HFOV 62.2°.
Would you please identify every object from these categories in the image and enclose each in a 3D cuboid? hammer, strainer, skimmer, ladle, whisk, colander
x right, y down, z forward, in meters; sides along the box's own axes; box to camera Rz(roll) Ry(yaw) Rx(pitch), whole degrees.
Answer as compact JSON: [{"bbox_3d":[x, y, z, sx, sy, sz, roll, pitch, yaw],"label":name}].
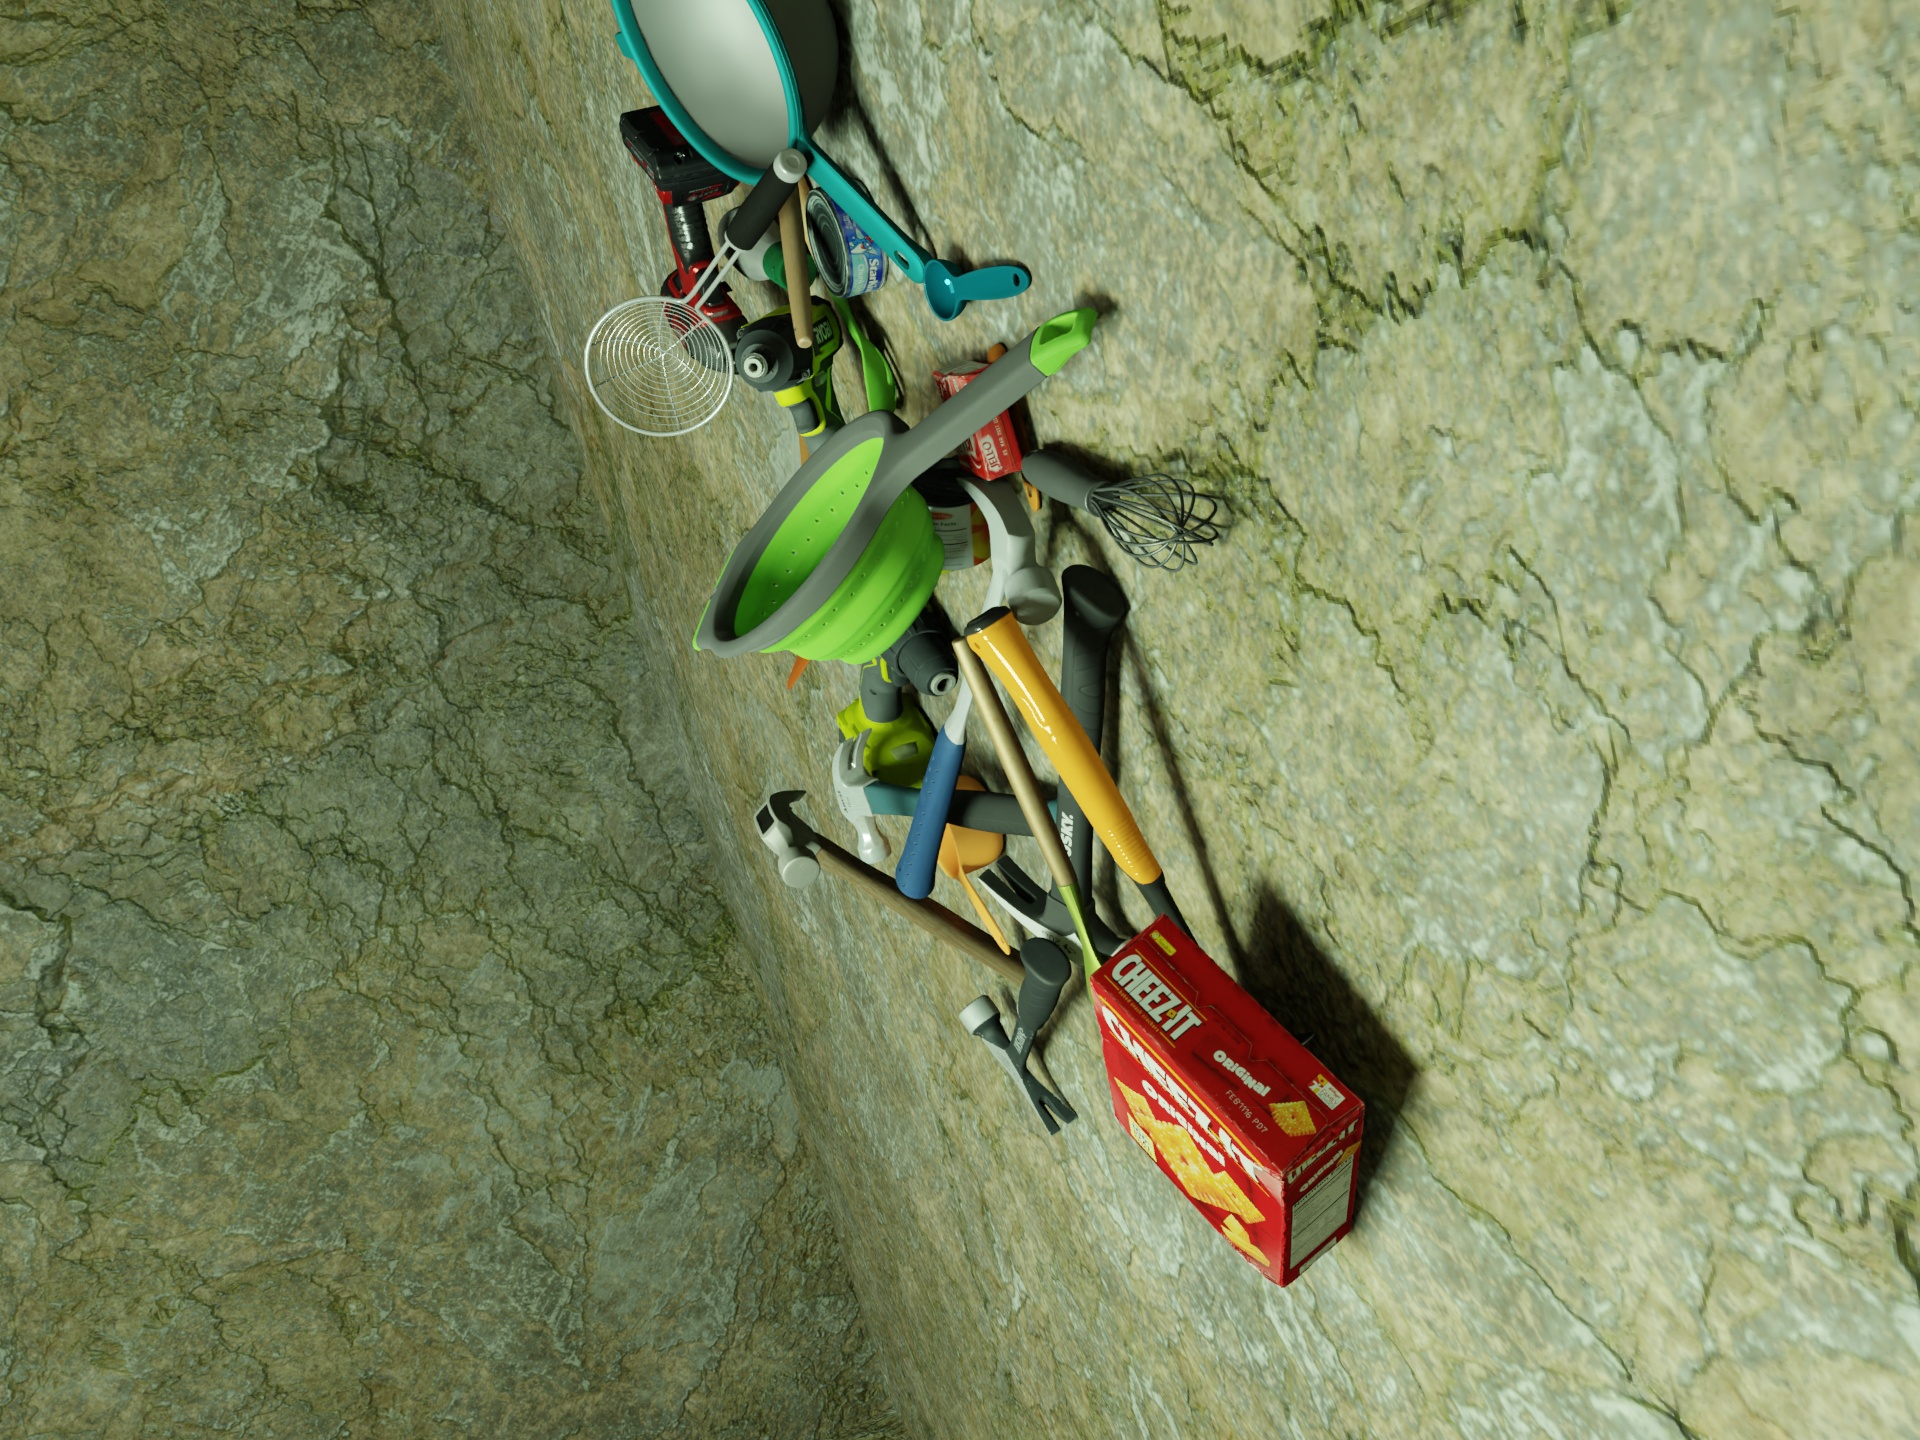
[{"bbox_3d":[0.078,0.037,1.120,0.146,0.035,0.334,28,136,31],"label":"hammer"},{"bbox_3d":[-0.050,0.153,1.370,0.331,0.031,0.130,36,-168,-38],"label":"hammer"},{"bbox_3d":[0.104,0.074,1.011,0.337,0.034,0.127,58,164,-8],"label":"hammer"},{"bbox_3d":[-0.113,-0.459,1.146,0.340,0.095,0.211,47,159,4],"label":"strainer"},{"bbox_3d":[-0.203,-0.330,1.258,0.363,0.127,0.090,-22,46,62],"label":"skimmer"},{"bbox_3d":[0.061,0.260,1.357,0.149,0.036,0.408,52,165,17],"label":"hammer"},{"bbox_3d":[0.074,0.082,1.084,0.078,0.062,0.320,-114,0,-75],"label":"ladle"},{"bbox_3d":[-0.002,-0.004,1.188,0.405,0.035,0.144,106,154,-48],"label":"hammer"},{"bbox_3d":[0.087,-0.135,0.950,0.239,0.055,0.055,-135,30,-63],"label":"whisk"},{"bbox_3d":[-0.008,0.073,1.331,0.331,0.033,0.128,3,116,54],"label":"hammer"},{"bbox_3d":[-0.026,-0.136,1.045,0.094,0.205,0.397,36,139,-24],"label":"colander"}]

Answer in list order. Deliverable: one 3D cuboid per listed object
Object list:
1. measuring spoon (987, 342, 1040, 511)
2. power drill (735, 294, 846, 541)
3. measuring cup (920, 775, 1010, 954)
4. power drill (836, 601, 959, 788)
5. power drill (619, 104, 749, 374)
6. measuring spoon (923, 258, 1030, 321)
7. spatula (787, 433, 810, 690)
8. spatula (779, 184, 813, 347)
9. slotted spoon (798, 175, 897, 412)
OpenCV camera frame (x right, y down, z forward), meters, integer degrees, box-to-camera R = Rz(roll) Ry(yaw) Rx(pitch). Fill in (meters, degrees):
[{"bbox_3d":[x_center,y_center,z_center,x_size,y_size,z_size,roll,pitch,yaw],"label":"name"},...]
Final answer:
[{"bbox_3d":[0.036,-0.197,1.079,0.021,0.011,0.117,27,134,65],"label":"measuring spoon"},{"bbox_3d":[-0.115,-0.221,1.287,0.171,0.080,0.223,-67,-40,-65],"label":"power drill"},{"bbox_3d":[0.021,0.126,1.412,0.174,0.052,0.095,59,160,25],"label":"measuring cup"},{"bbox_3d":[-0.056,-0.028,1.436,0.191,0.080,0.228,54,154,41],"label":"power drill"},{"bbox_3d":[-0.228,-0.413,1.389,0.143,0.078,0.219,55,158,39],"label":"power drill"},{"bbox_3d":[0.016,-0.288,1.045,0.129,0.021,0.042,17,126,57],"label":"measuring spoon"},{"bbox_3d":[-0.138,-0.185,1.418,0.081,0.041,0.323,134,134,-58],"label":"spatula"},{"bbox_3d":[-0.148,-0.426,1.248,0.082,0.044,0.318,131,135,-57],"label":"spatula"},{"bbox_3d":[-0.110,-0.378,1.296,0.070,0.031,0.314,68,-179,-78],"label":"slotted spoon"}]
